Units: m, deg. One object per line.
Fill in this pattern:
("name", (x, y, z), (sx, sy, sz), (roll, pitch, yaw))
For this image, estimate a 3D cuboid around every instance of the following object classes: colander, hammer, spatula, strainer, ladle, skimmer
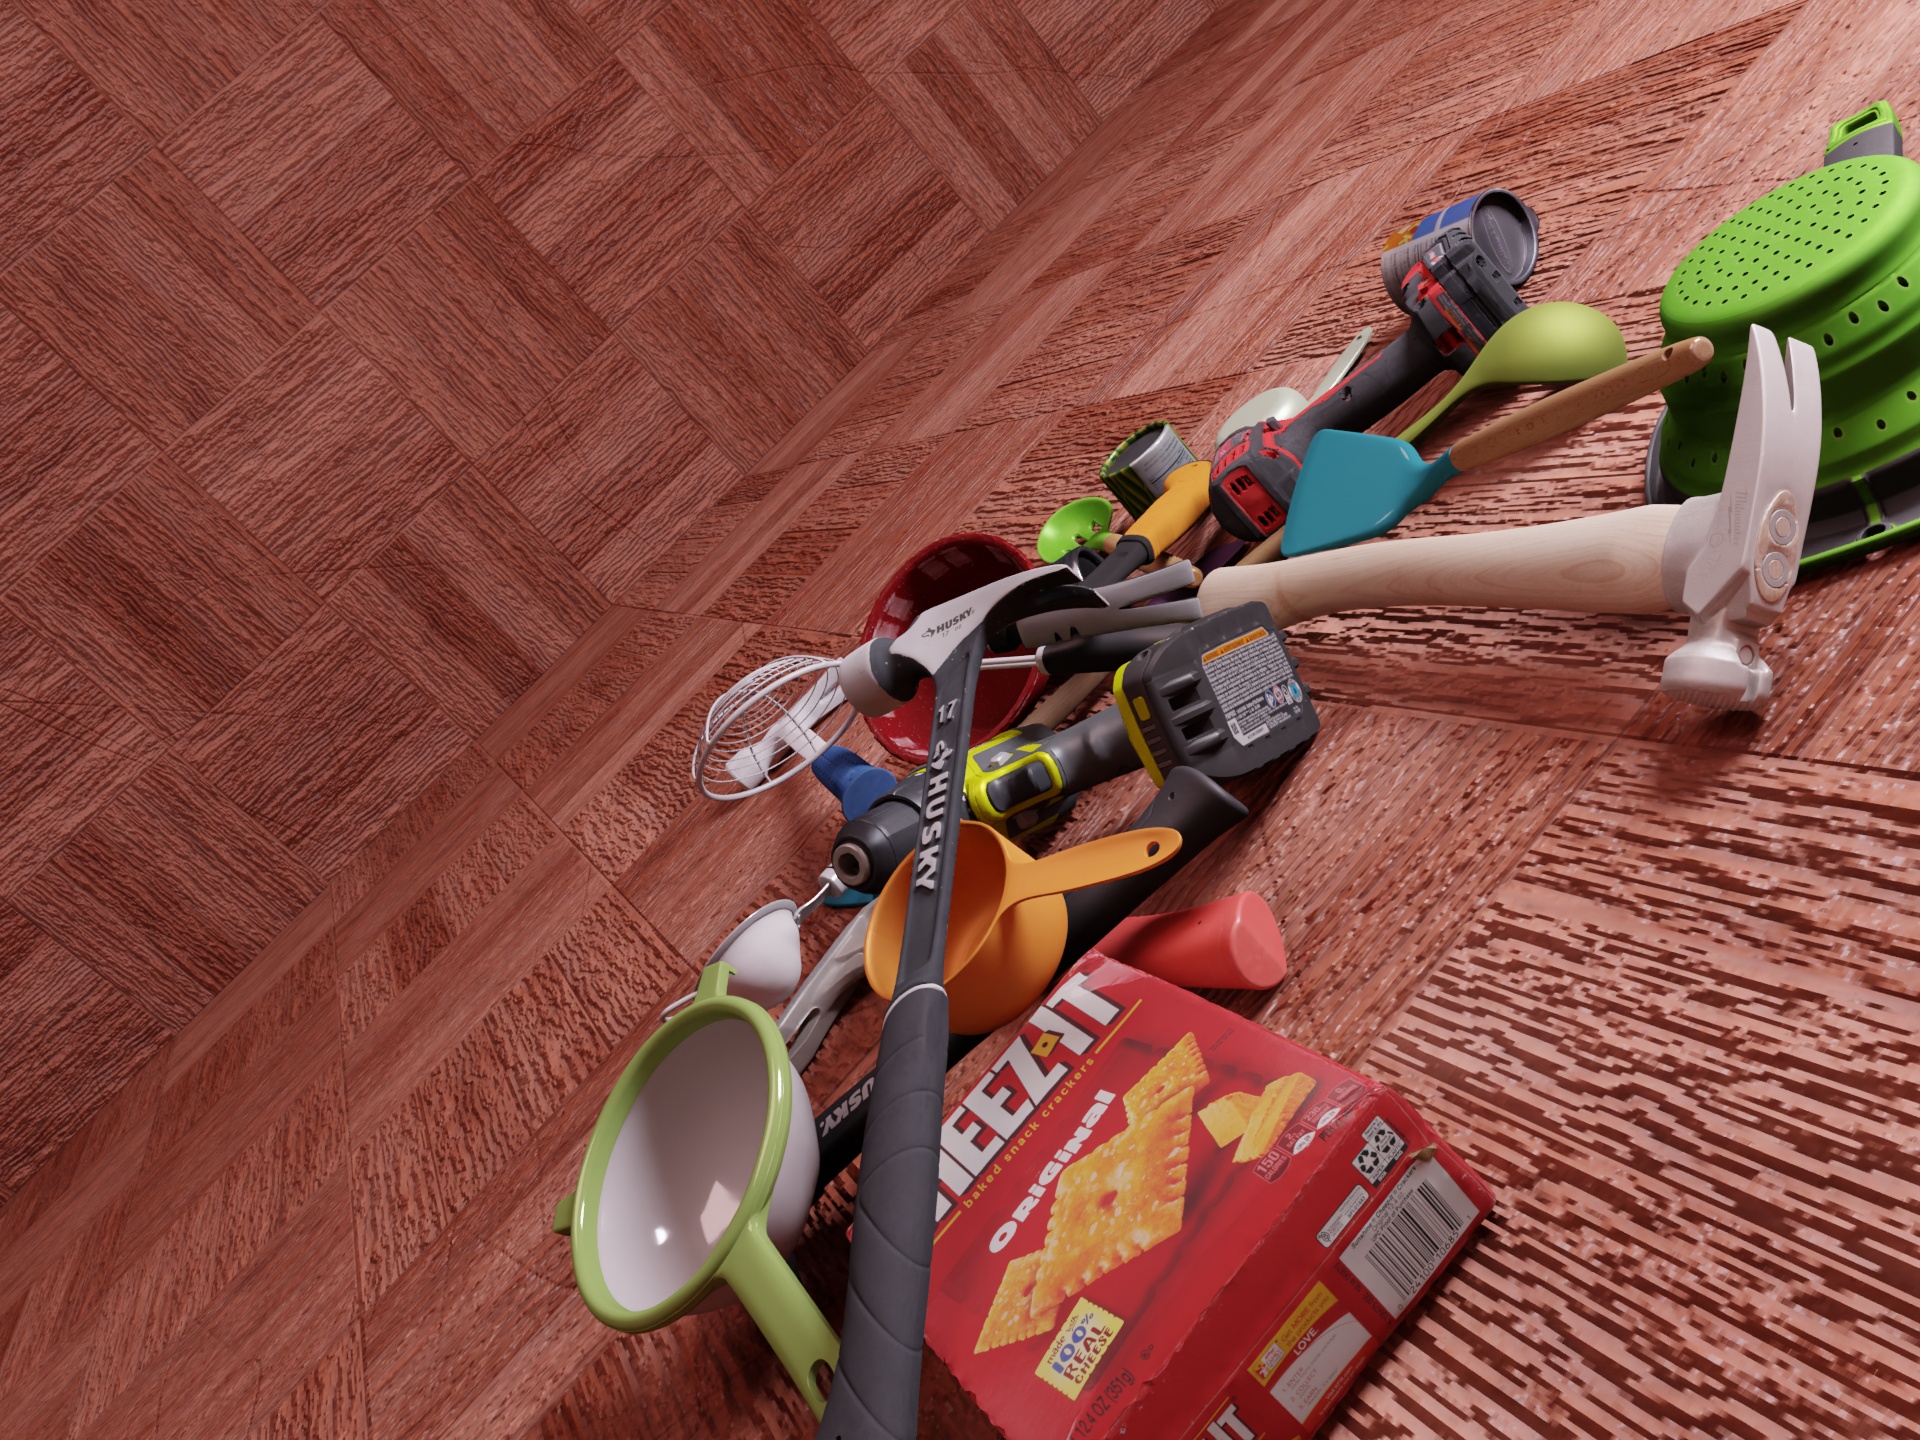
("colander", (0.404, -0.226, 0.739), (0.204, 0.094, 0.397), (-24, 27, 42))
("hammer", (0.126, -0.118, 1.022), (0.127, 0.034, 0.337), (-9, 18, 25))
("hammer", (0.025, 0.127, 0.823), (0.359, 0.036, 0.149), (-12, 36, 56))
("spatula", (0.074, -0.020, 1.026), (0.316, 0.018, 0.060), (-43, 14, -21))
("hammer", (0.005, 0.143, 0.746), (0.334, 0.035, 0.146), (-44, 27, 17))
("strainer", (-0.082, 0.106, 0.989), (0.258, 0.050, 0.086), (-47, -21, -34))
("hammer", (-0.104, 0.024, 1.241), (0.144, 0.035, 0.406), (-44, 14, -6))
("spatula", (0.257, -0.142, 0.803), (0.317, 0.044, 0.082), (161, 128, -75))
("hammer", (0.234, -0.082, 0.783), (0.411, 0.038, 0.146), (-176, 99, -69))
("strainer", (-0.081, 0.222, 0.681), (0.151, 0.069, 0.257), (-58, 35, -1))
("ladle", (0.246, -0.132, 0.946), (0.320, 0.062, 0.078), (-40, 3, 29))
("skimmer", (-0.002, -0.003, 0.974), (0.363, 0.090, 0.127), (-4, -7, 27))
("hammer", (-0.011, 0.099, 0.638), (0.149, 0.036, 0.409), (-28, 40, 34))

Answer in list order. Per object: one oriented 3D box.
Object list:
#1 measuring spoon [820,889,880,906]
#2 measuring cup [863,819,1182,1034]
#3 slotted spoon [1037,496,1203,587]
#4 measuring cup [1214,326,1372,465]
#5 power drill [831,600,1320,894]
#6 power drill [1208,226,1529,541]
("measuring spoon", (-0.066, 0.109, 1.056), (0.128, 0.021, 0.042), (-10, 37, 55))
("measuring cup", (0.036, 0.082, 0.677), (0.173, 0.052, 0.095), (-21, 43, 38))
("slotted spoon", (0.117, -0.124, 1.161), (0.070, 0.031, 0.314), (-44, 17, 1))
("measuring cup", (0.245, -0.240, 1.157), (0.167, 0.038, 0.083), (-51, 21, -17))
("power drill", (0.054, 0.024, 0.838), (0.228, 0.080, 0.190), (-26, -2, 37))
("power drill", (0.253, -0.208, 1.016), (0.219, 0.078, 0.143), (-39, 9, 22))
